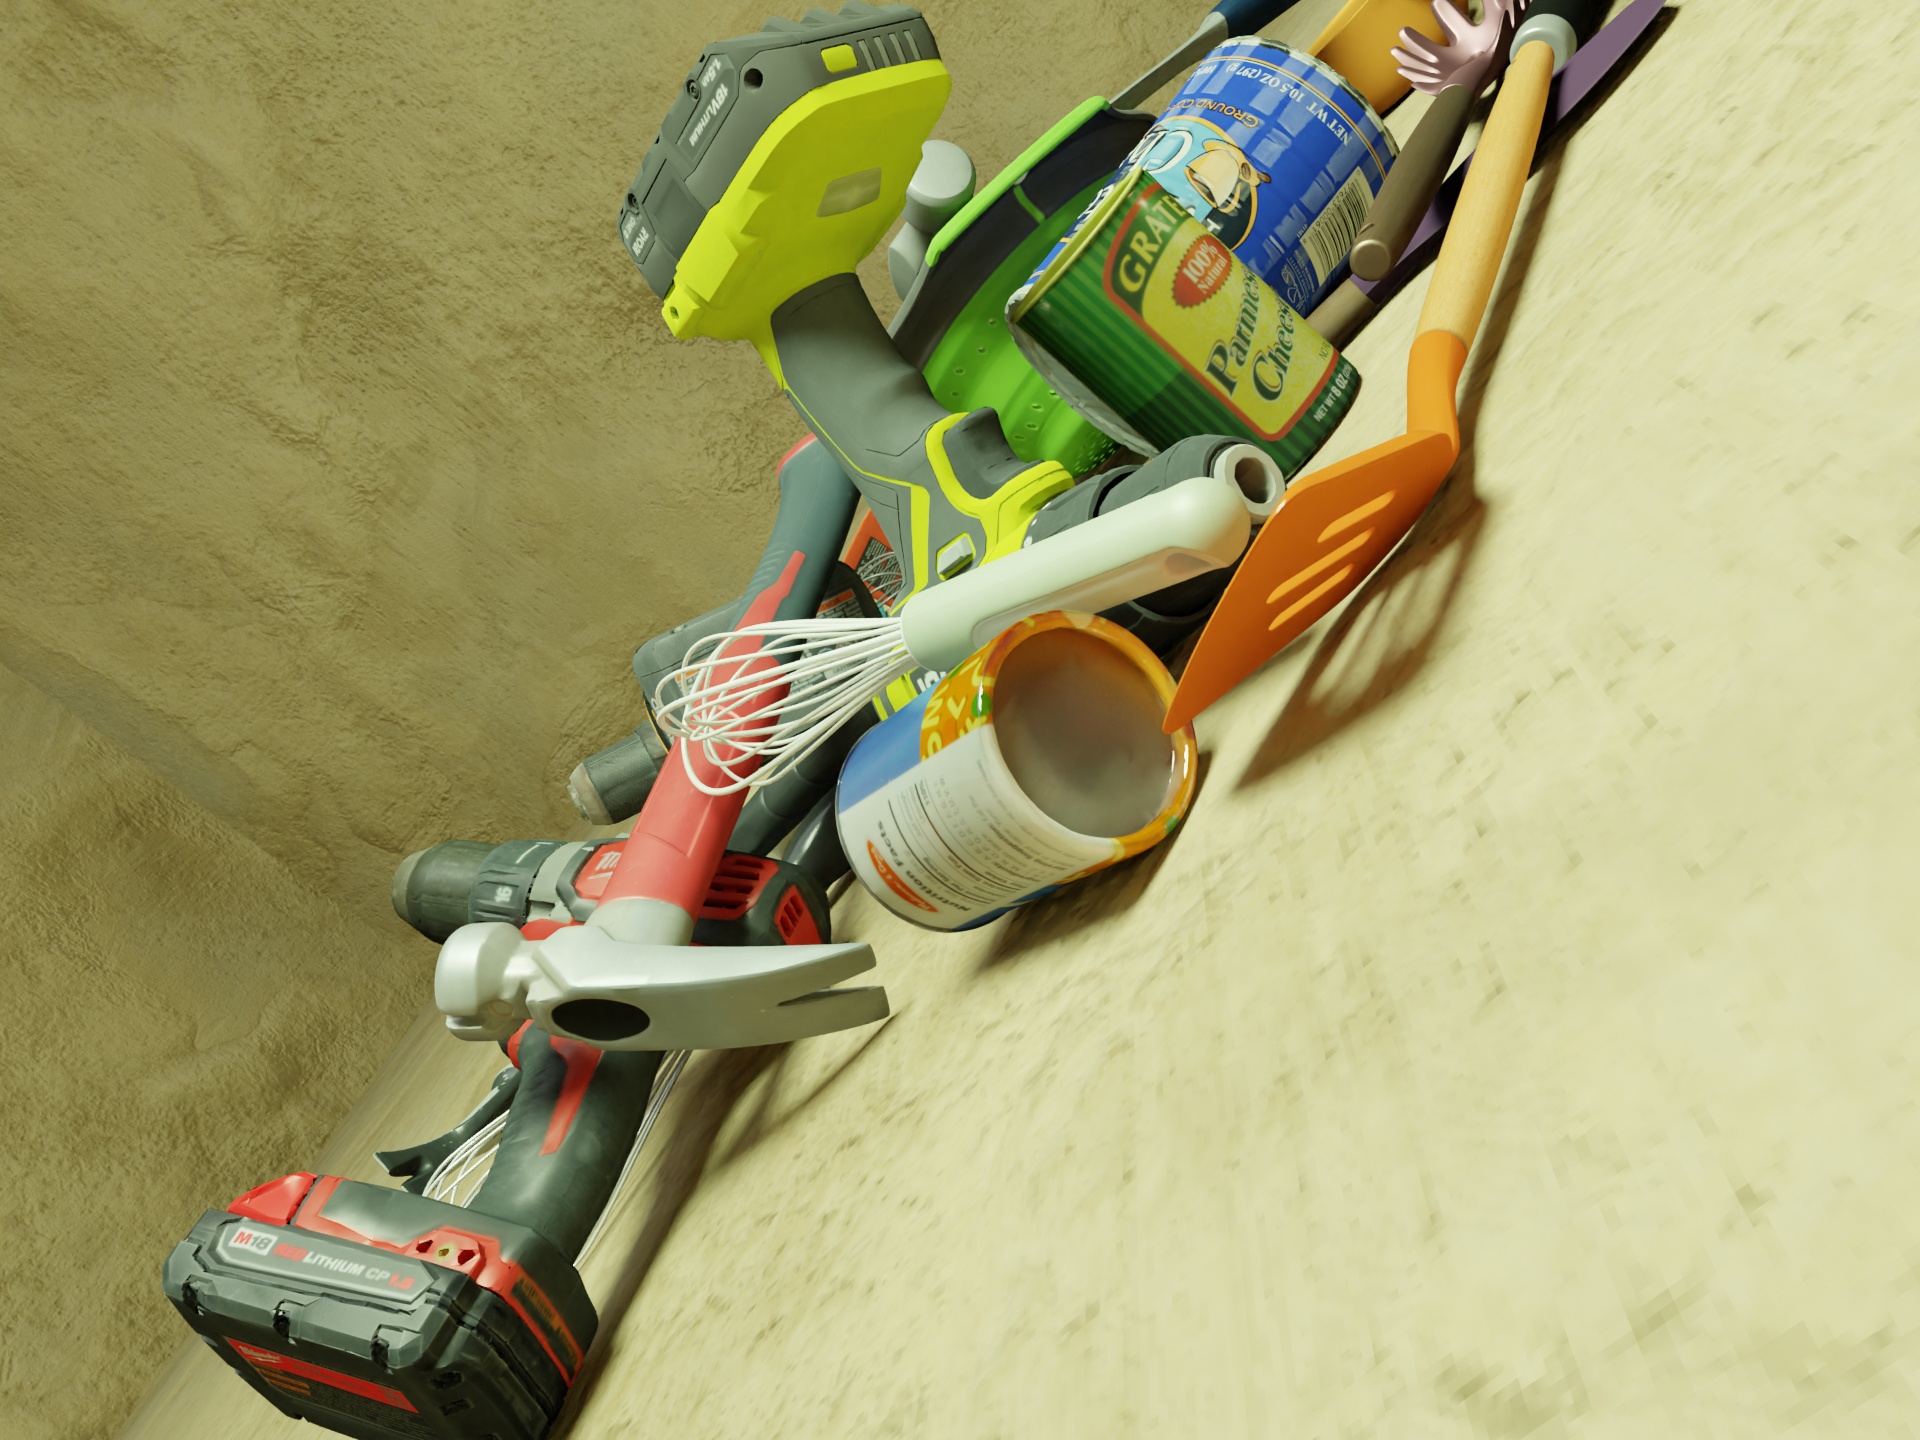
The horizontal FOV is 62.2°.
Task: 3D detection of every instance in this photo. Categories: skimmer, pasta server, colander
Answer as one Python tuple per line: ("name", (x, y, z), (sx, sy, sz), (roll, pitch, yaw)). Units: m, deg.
("skimmer", (0.265, -0.390, 0.670), (0.127, 0.090, 0.363), (-22, 30, 50))
("pasta server", (0.174, -0.227, 0.588), (0.060, 0.040, 0.316), (-33, 15, 39))
("colander", (0.057, -0.172, 0.861), (0.204, 0.094, 0.397), (-43, -8, -6))

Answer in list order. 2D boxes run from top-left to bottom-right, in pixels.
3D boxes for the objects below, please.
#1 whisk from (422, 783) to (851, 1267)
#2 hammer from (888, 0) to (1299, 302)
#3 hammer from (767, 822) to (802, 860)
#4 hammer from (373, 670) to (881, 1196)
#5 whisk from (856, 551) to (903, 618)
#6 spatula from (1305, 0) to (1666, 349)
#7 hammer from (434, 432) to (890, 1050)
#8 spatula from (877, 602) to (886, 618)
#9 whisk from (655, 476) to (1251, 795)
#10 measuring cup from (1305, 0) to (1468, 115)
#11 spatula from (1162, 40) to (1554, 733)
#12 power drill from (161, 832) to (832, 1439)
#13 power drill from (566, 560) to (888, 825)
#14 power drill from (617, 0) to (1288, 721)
("whisk", (-0.115, 0.123, 0.643), (0.285, 0.070, 0.070), (-49, 10, -19))
("hammer", (0.117, -0.334, 0.794), (0.405, 0.035, 0.144), (-41, -8, -15))
("hammer", (-0.141, 0.074, 0.959), (0.130, 0.031, 0.331), (-52, 10, -5))
("hammer", (-0.122, 0.077, 0.733), (0.409, 0.036, 0.149), (-46, -5, 17))
("whisk", (-0.101, -0.025, 1.015), (0.239, 0.055, 0.055), (-40, 14, 24))
("spatula", (0.131, -0.139, 0.590), (0.316, 0.018, 0.060), (-45, 11, 23))
("hammer", (-0.069, -0.021, 0.641), (0.143, 0.038, 0.387), (-3, 35, 12))
("spatula", (-0.093, -0.073, 1.065), (0.082, 0.044, 0.317), (-48, -12, -2))
("whisk", (-0.014, -0.024, 0.478), (0.246, 0.057, 0.059), (-18, 63, 45))
("measuring cup", (0.239, -0.365, 0.812), (0.095, 0.052, 0.174), (-52, 13, -8))
("spatula", (0.130, -0.120, 0.444), (0.081, 0.041, 0.323), (109, -173, -51))
("power drill", (-0.168, 0.126, 0.562), (0.188, 0.080, 0.227), (4, 42, 24))
("power drill", (-0.127, -0.003, 0.852), (0.185, 0.084, 0.226), (-27, -1, -12))
("power drill", (-0.006, -0.106, 0.510), (0.080, 0.228, 0.190), (-29, -2, -33))
